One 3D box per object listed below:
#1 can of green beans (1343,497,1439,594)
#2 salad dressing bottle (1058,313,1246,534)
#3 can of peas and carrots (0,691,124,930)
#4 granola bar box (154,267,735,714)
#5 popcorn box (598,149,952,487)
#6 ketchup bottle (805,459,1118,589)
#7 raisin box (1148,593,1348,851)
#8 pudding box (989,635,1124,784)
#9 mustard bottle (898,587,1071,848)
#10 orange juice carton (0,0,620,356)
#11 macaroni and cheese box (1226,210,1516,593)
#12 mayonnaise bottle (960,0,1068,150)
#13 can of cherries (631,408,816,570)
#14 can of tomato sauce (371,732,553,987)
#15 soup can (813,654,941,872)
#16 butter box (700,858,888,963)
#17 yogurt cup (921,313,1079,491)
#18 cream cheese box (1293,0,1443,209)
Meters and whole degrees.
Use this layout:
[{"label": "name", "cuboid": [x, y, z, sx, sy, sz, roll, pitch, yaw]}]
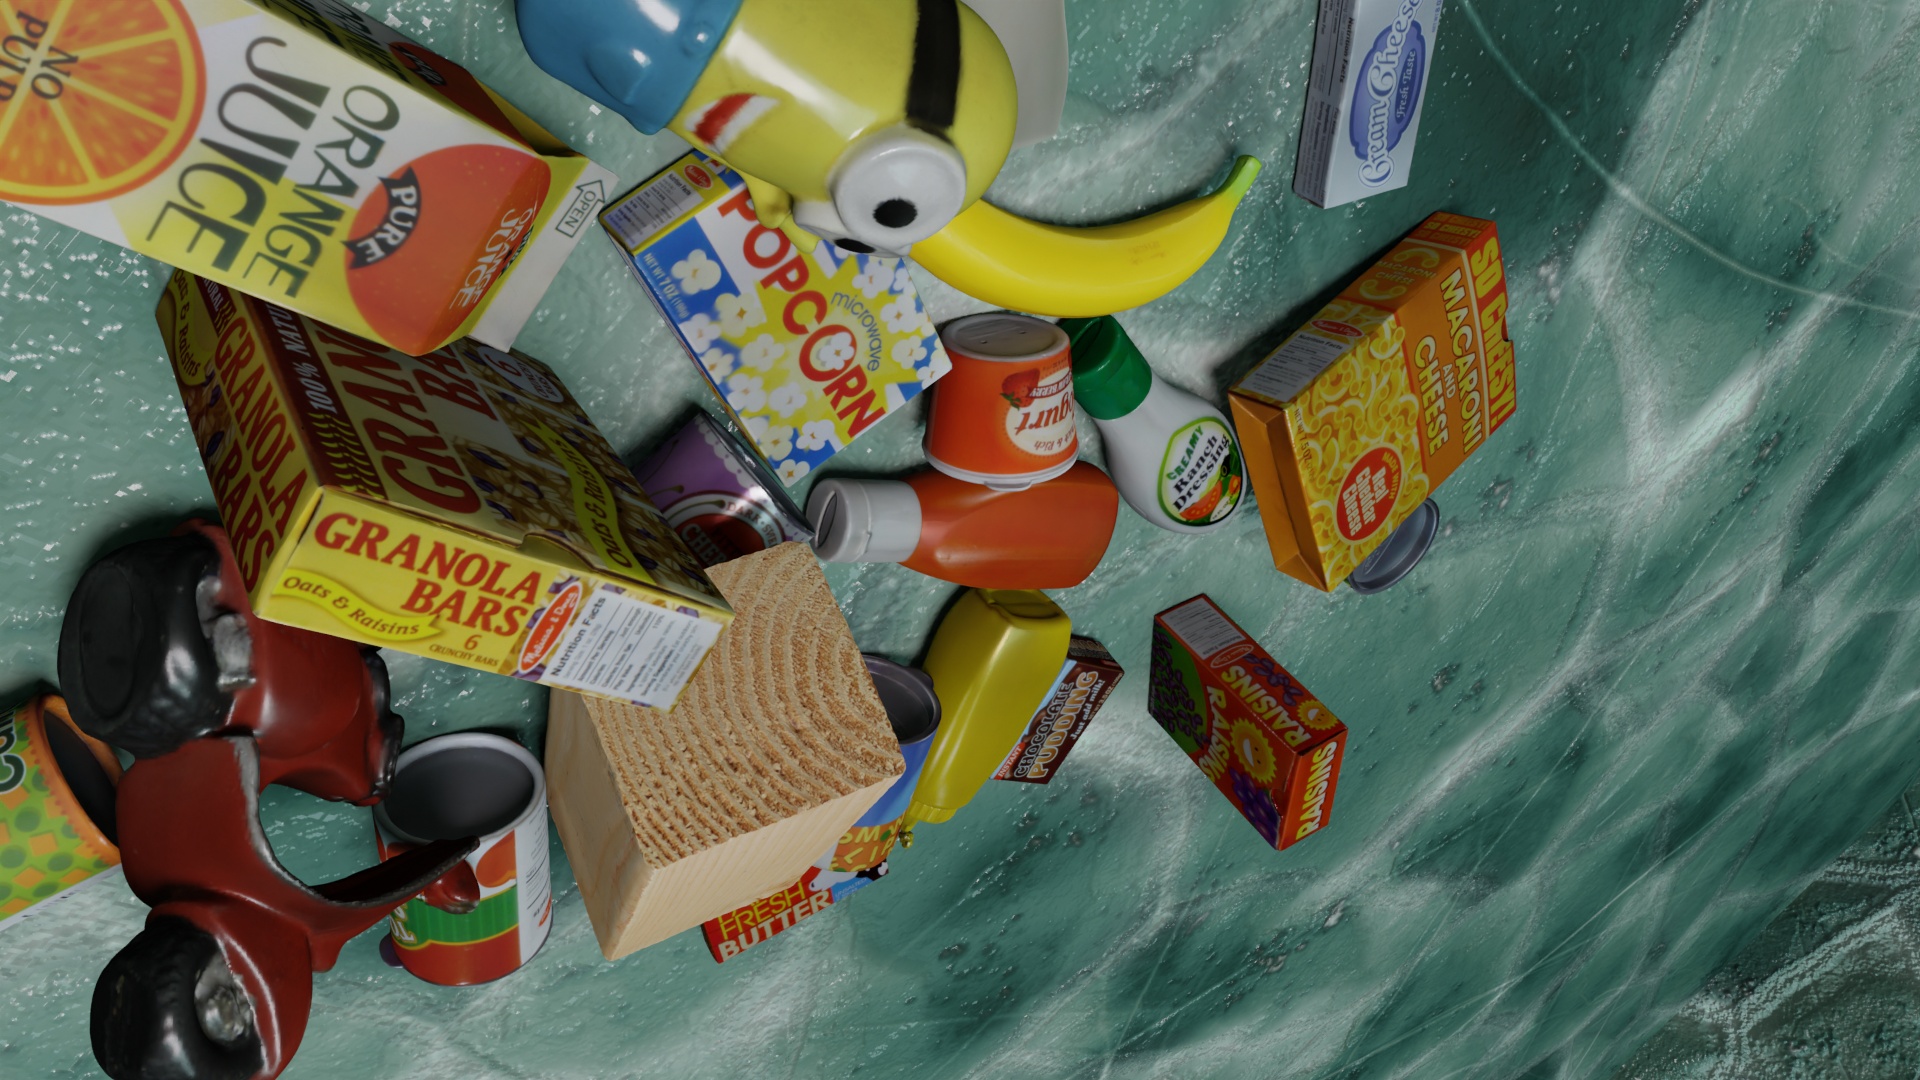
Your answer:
[{"label": "can of green beans", "cuboid": [0.227, -0.012, 0.792, 0.071, 0.058, 0.071, -21, 134, -23]}, {"label": "salad dressing bottle", "cuboid": [0.089, -0.054, 0.661, 0.064, 0.044, 0.147, -53, 138, -4]}, {"label": "can of peas and carrots", "cuboid": [-0.314, 0.089, 0.455, 0.059, 0.071, 0.070, -27, 136, -17]}, {"label": "granola bar box", "cuboid": [-0.154, -0.024, 0.409, 0.124, 0.166, 0.039, 23, 106, -46]}, {"label": "popcorn box", "cuboid": [-0.064, -0.091, 0.518, 0.085, 0.038, 0.126, -37, 138, -9]}, {"label": "ketchup bottle", "cuboid": [0.002, -0.008, 0.634, 0.149, 0.044, 0.064, 1, 122, -38]}, {"label": "raisin box", "cuboid": [0.158, 0.101, 0.784, 0.040, 0.124, 0.085, -22, 135, -22]}, {"label": "pudding box", "cuboid": [0.046, 0.092, 0.760, 0.049, 0.030, 0.083, 17, 112, -43]}, {"label": "mustard bottle", "cuboid": [-0.002, 0.095, 0.712, 0.065, 0.049, 0.159, 4, 121, -45]}, {"label": "orange juice carton", "cuboid": [-0.190, -0.113, 0.377, 0.192, 0.073, 0.071, 22, 109, -46]}, {"label": "macaroni and cheese box", "cuboid": [0.218, -0.072, 0.714, 0.167, 0.040, 0.123, -40, 130, -19]}, {"label": "mayonnaise bottle", "cuboid": [0.010, -0.209, 0.476, 0.065, 0.041, 0.147, -18, 132, -27]}, {"label": "can of cherries", "cuboid": [-0.098, -0.007, 0.537, 0.058, 0.072, 0.071, -41, 138, -1]}, {"label": "can of tomato sauce", "cuboid": [-0.206, 0.131, 0.573, 0.071, 0.071, 0.082, -13, 130, -29]}, {"label": "soup can", "cuboid": [-0.050, 0.107, 0.673, 0.071, 0.071, 0.083, -4, 127, -35]}, {"label": "butter box", "cuboid": [-0.090, 0.177, 0.731, 0.104, 0.024, 0.052, -24, 135, -20]}, {"label": "yogurt cup", "cuboid": [0.018, -0.062, 0.587, 0.072, 0.072, 0.053, -16, 124, -27]}, {"label": "cream cheese box", "cuboid": [0.183, -0.204, 0.624, 0.053, 0.024, 0.103, -21, 134, -21]}]
